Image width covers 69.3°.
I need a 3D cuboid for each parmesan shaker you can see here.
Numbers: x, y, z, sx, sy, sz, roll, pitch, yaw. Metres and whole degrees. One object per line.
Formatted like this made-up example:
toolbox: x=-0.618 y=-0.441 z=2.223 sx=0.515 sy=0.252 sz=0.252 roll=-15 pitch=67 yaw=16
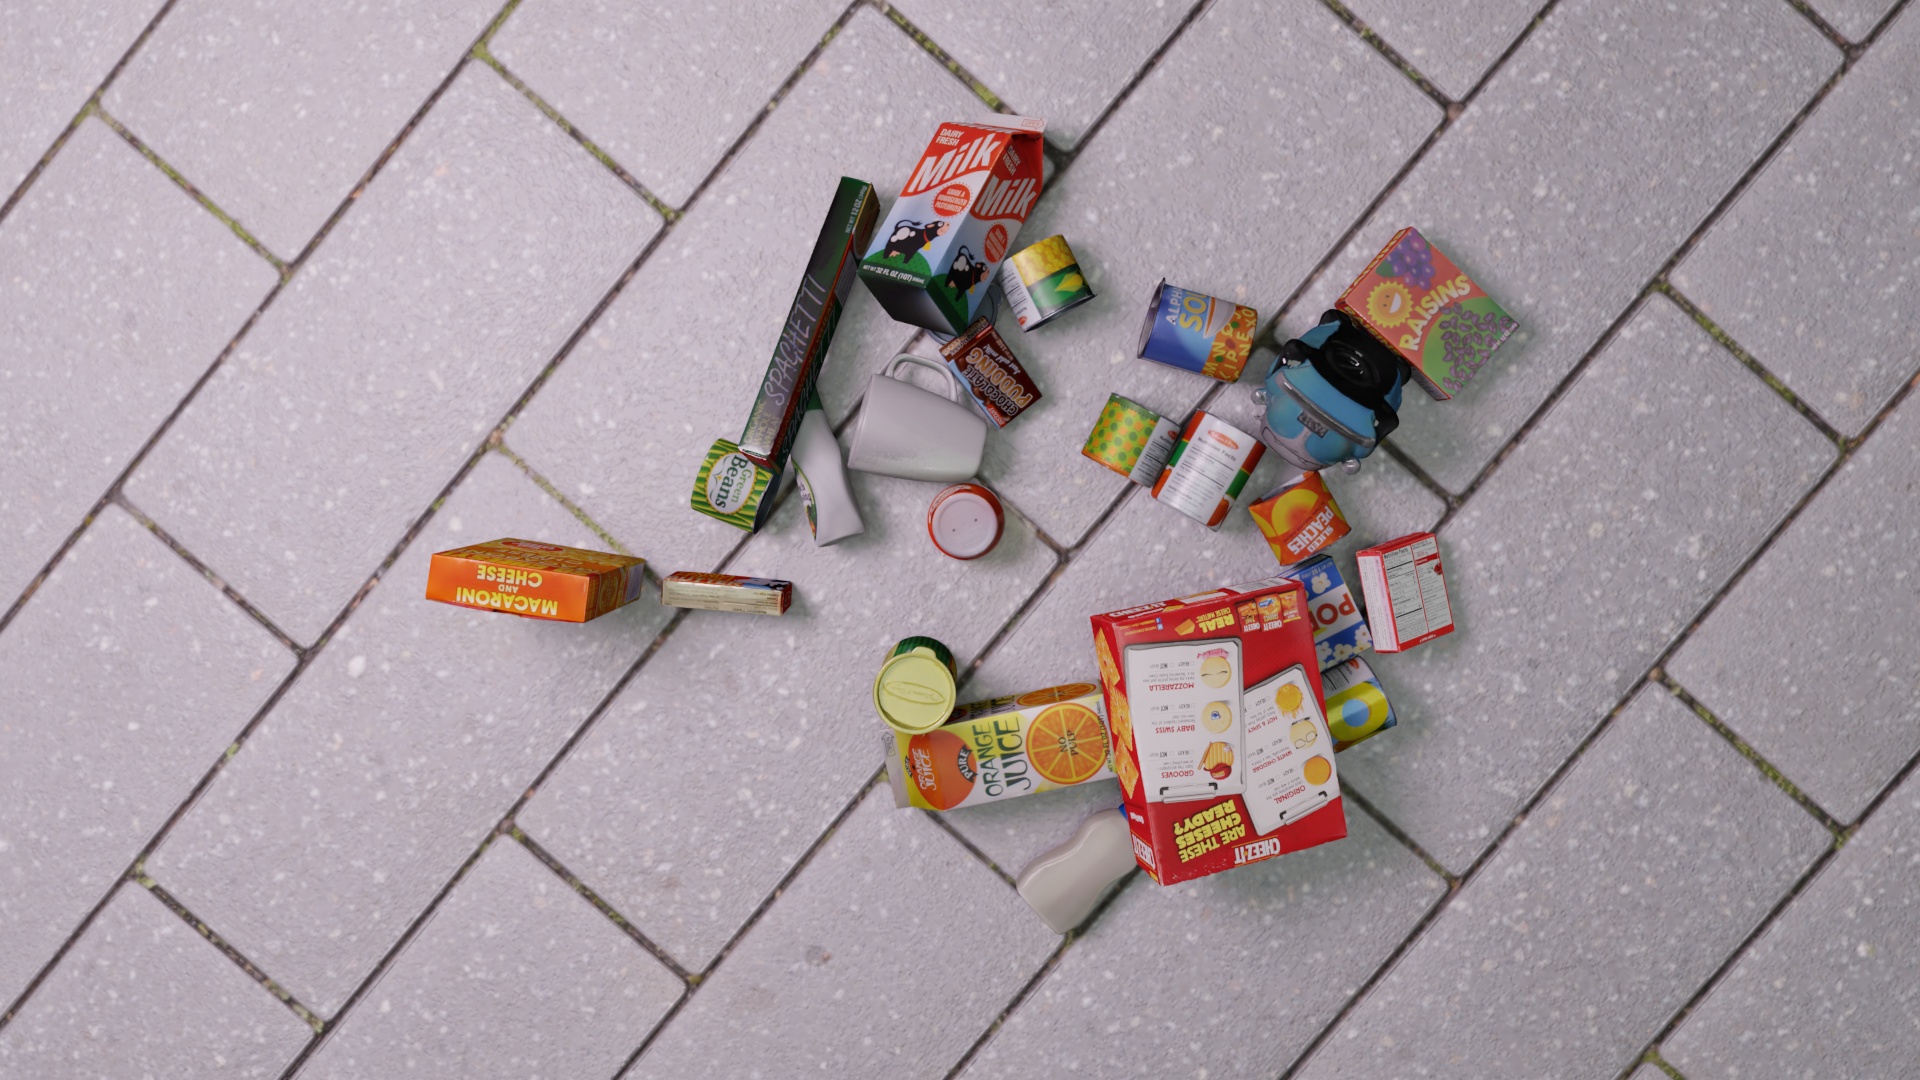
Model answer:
parmesan shaker: x=-0.035 y=0.115 z=1.152 sx=0.071 sy=0.103 sz=0.071 roll=0 pitch=94 yaw=1

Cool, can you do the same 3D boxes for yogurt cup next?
yogurt cup: x=0.004 y=-0.015 z=1.169 sx=0.072 sy=0.054 sz=0.072 roll=0 pitch=94 yaw=1

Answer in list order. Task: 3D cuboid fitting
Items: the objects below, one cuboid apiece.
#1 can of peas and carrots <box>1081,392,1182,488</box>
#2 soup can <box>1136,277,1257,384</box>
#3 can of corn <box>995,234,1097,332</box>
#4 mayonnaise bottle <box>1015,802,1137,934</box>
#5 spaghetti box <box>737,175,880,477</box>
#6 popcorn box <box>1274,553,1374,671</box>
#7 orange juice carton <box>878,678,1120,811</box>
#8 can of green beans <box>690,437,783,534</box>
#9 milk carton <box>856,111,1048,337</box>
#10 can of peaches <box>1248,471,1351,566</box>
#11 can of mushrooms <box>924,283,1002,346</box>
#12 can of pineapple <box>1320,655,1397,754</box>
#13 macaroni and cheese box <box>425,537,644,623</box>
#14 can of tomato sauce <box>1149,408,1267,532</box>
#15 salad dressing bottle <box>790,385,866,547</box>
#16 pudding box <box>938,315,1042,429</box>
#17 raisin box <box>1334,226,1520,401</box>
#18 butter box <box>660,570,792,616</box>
can of peas and carrots: x=0.140 y=-0.084 z=1.158 sx=0.071 sy=0.071 sz=0.058 roll=27 pitch=94 yaw=-1
soup can: x=0.196 y=-0.173 z=1.150 sx=0.084 sy=0.071 sz=0.071 roll=15 pitch=94 yaw=-1
can of corn: x=0.071 y=-0.214 z=1.152 sx=0.071 sy=0.071 sz=0.058 roll=-27 pitch=92 yaw=2
mayonnaise bottle: x=0.120 y=0.267 z=1.190 sx=0.148 sy=0.041 sz=0.065 roll=-42 pitch=93 yaw=2
spaghetti box: x=-0.122 y=-0.176 z=1.134 sx=0.029 sy=0.050 sz=0.250 roll=17 pitch=80 yaw=9
popcorn box: x=0.274 y=0.077 z=1.177 sx=0.127 sy=0.038 sz=0.085 roll=-27 pitch=94 yaw=2
orange juice carton: x=0.032 y=0.174 z=1.169 sx=0.193 sy=0.073 sz=0.071 roll=-12 pitch=94 yaw=2
can of green beans: x=-0.187 y=-0.046 z=1.163 sx=0.058 sy=0.071 sz=0.071 roll=22 pitch=94 yaw=0
milk carton: x=0.002 y=-0.267 z=1.120 sx=0.072 sy=0.073 sz=0.191 roll=19 pitch=74 yaw=32
can of peaches: x=0.282 y=-0.019 z=1.156 sx=0.071 sy=0.071 sz=0.058 roll=-29 pitch=92 yaw=2
can of mushrooms: x=0.001 y=-0.195 z=1.169 sx=0.071 sy=0.033 sz=0.071 roll=0 pitch=93 yaw=1
can of pineapple: x=0.325 y=0.140 z=1.167 sx=0.058 sy=0.071 sz=0.071 roll=-27 pitch=93 yaw=3
macaroni and cheese box: x=-0.337 y=0.031 z=1.119 sx=0.124 sy=0.166 sz=0.040 roll=8 pitch=95 yaw=1
can of tomato sauce: x=0.206 y=-0.058 z=1.159 sx=0.071 sy=0.071 sz=0.083 roll=29 pitch=94 yaw=-1
salad dressing bottle: x=-0.122 y=-0.070 z=1.167 sx=0.044 sy=0.064 sz=0.147 roll=-17 pitch=84 yaw=-10
pudding box: x=0.025 y=-0.139 z=1.154 sx=0.049 sy=0.030 sz=0.083 roll=-37 pitch=126 yaw=5
raisin box: x=0.389 y=-0.189 z=1.161 sx=0.123 sy=0.040 sz=0.086 roll=42 pitch=94 yaw=-3
butter box: x=-0.197 y=0.044 z=1.175 sx=0.103 sy=0.053 sz=0.024 roll=5 pitch=97 yaw=1
